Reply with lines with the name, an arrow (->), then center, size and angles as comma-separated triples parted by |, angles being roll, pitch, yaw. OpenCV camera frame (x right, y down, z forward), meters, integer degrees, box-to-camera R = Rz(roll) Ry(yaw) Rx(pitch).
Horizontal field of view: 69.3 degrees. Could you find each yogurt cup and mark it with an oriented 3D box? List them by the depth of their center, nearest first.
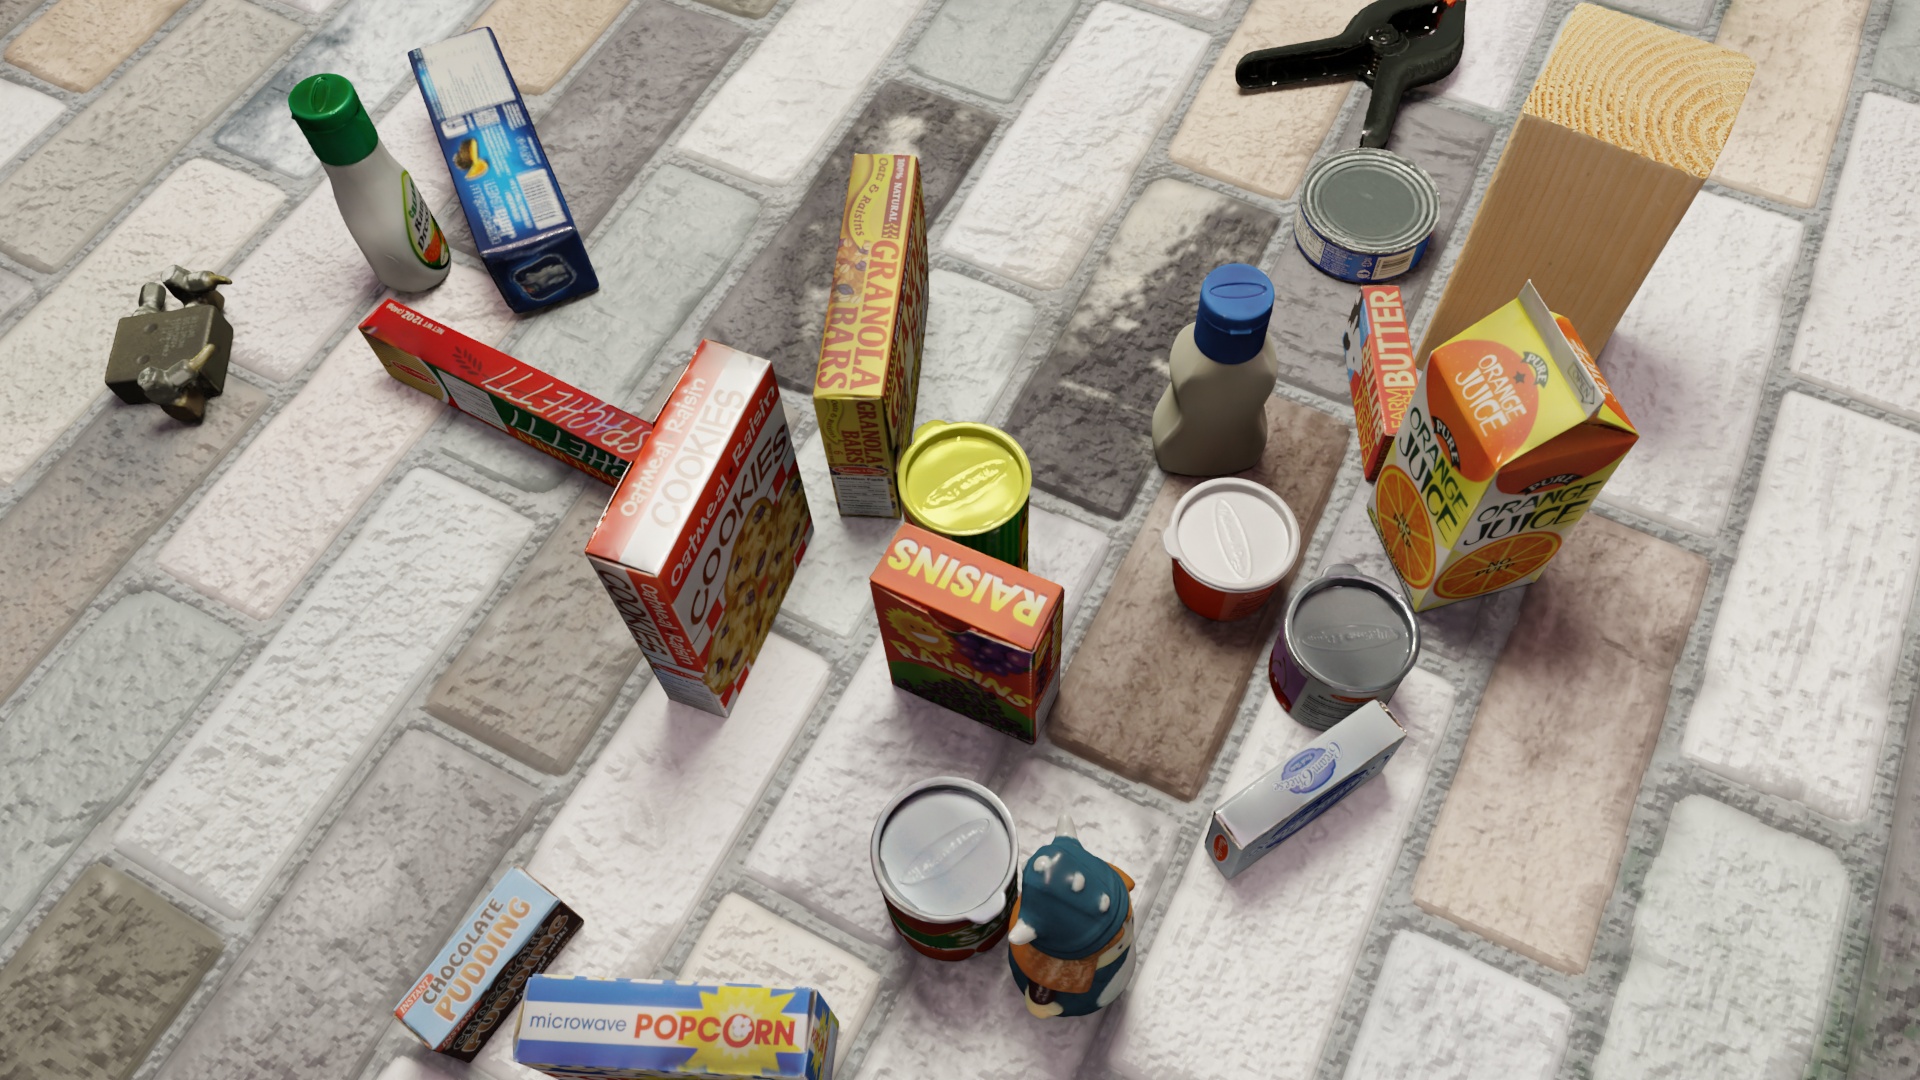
yogurt cup -> 0.144, 0.008, 0.745 | 0.072, 0.053, 0.073 | -1, 61, 2

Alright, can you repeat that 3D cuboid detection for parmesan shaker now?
parmesan shaker -> 0.003, -0.009, 0.732 | 0.071, 0.102, 0.071 | -1, 61, 2

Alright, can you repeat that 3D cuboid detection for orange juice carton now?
orange juice carton -> 0.268, -0.043, 0.690 | 0.073, 0.191, 0.072 | -14, 62, -5

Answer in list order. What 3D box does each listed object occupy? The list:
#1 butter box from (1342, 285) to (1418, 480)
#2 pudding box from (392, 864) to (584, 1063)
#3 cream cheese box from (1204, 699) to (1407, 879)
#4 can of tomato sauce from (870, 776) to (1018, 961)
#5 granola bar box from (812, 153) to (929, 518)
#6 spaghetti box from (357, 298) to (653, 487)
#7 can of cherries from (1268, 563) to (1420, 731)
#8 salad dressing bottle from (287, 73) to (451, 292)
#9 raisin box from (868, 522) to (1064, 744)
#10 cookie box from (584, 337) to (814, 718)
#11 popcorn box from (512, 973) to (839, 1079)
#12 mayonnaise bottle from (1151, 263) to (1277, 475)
butter box -> 0.242, -0.090, 0.796 | 0.024, 0.053, 0.104 | -1, 61, 2
pudding box -> -0.221, 0.199, 0.655 | 0.030, 0.049, 0.084 | 30, 66, 18
cream cheese box -> 0.167, 0.122, 0.681 | 0.104, 0.053, 0.024 | -31, 64, -14
can of tomato sauce -> -0.004, 0.157, 0.651 | 0.071, 0.082, 0.071 | -1, 61, 2
granola bar box -> -0.046, -0.113, 0.780 | 0.039, 0.123, 0.166 | 3, 61, 4
spaghetti box -> -0.238, -0.072, 0.807 | 0.250, 0.050, 0.029 | 25, 65, 15
can of cherries -> 0.196, 0.056, 0.714 | 0.071, 0.058, 0.072 | -1, 61, 2
salad dressing bottle -> -0.353, -0.212, 0.834 | 0.044, 0.147, 0.064 | -8, 61, -2
raisin box -> 0.005, 0.049, 0.688 | 0.086, 0.123, 0.040 | 23, 65, 14
cookie box -> -0.124, -0.001, 0.696 | 0.040, 0.166, 0.123 | 16, 63, 11
popcorn box -> -0.123, 0.222, 0.618 | 0.127, 0.085, 0.038 | 2, 61, 3
mayonnaise bottle -> 0.140, -0.088, 0.745 | 0.065, 0.147, 0.041 | -3, 61, 1
